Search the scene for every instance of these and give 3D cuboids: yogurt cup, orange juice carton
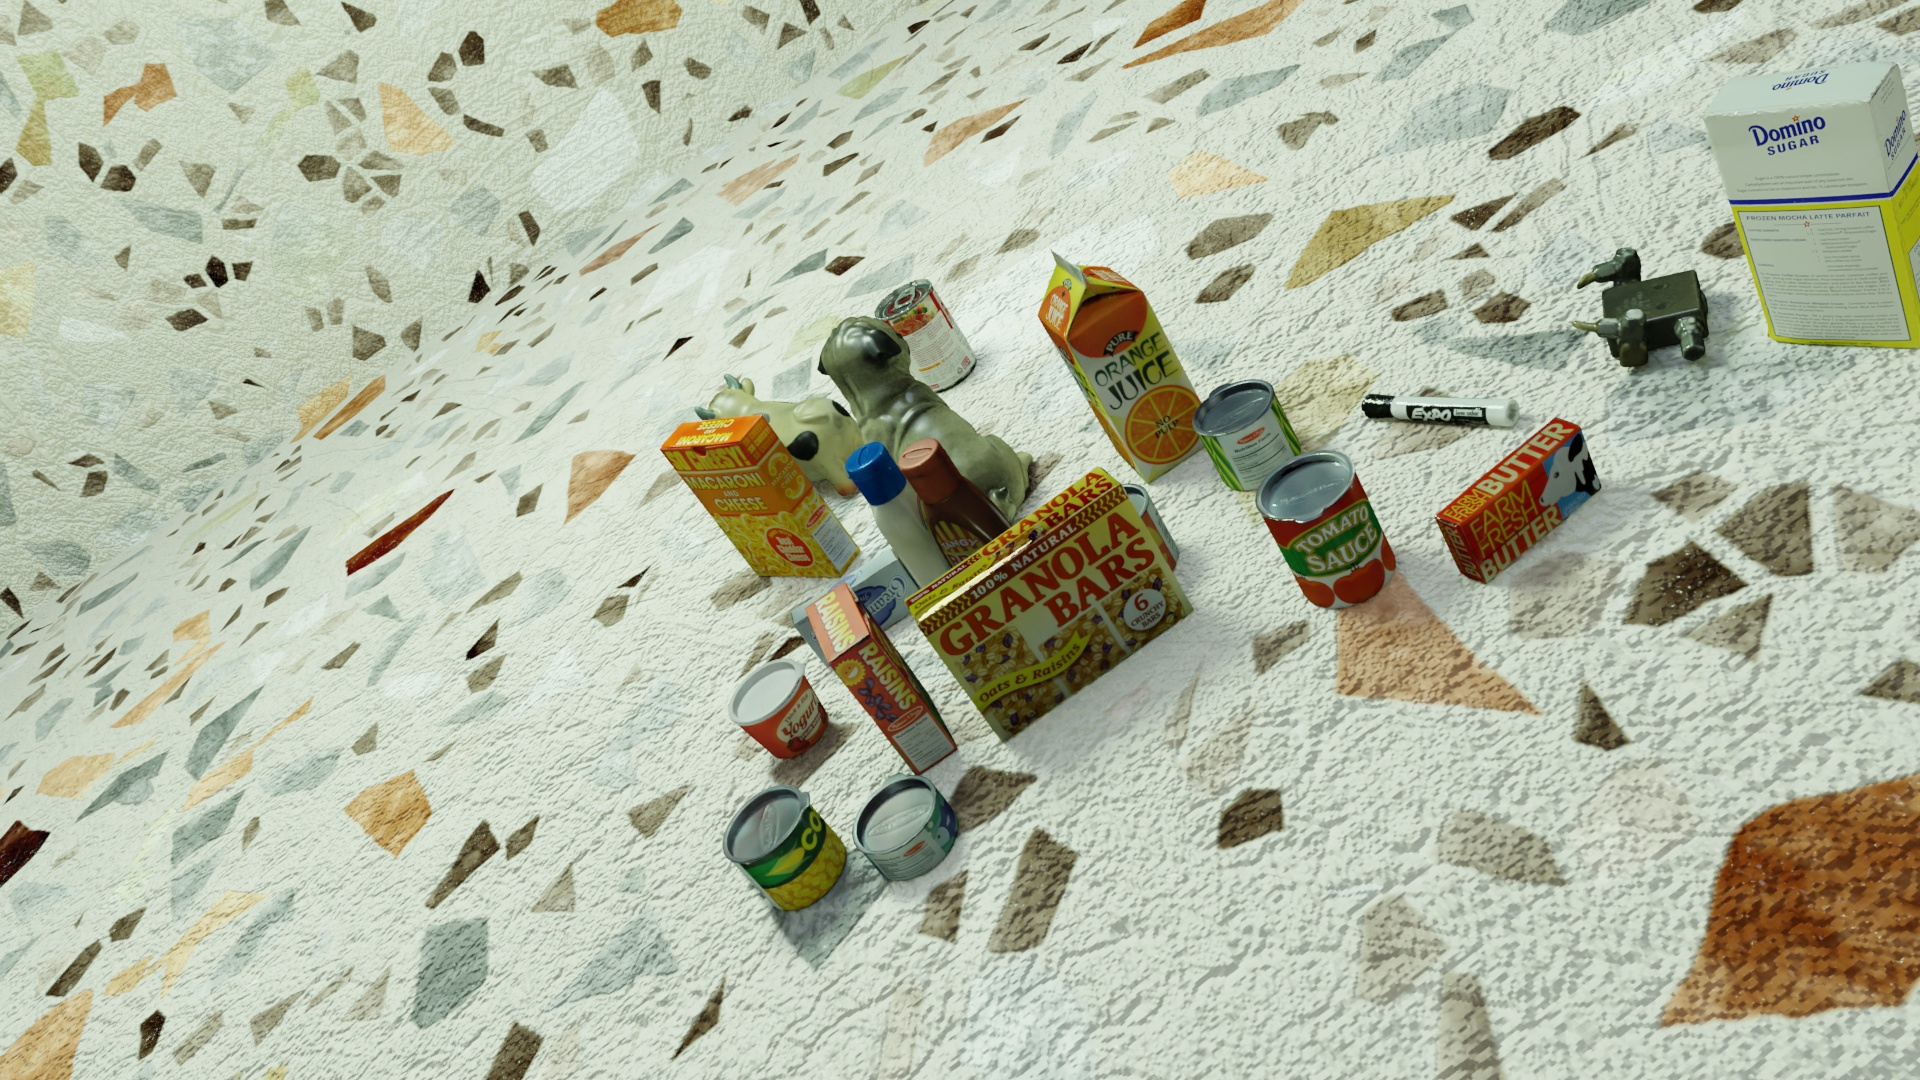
[{"bbox_3d":[-0.142,0.136,1.100,0.072,0.053,0.073,-24,31,16],"label":"yogurt cup"},{"bbox_3d":[0.126,-0.147,1.111,0.073,0.192,0.072,-34,30,1],"label":"orange juice carton"}]

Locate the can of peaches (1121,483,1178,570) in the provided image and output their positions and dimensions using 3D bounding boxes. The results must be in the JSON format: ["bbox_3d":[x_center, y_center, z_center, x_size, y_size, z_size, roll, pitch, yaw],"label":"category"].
[{"bbox_3d":[0.120,0.001,1.037,0.071,0.058,0.071,-24,31,16],"label":"can of peaches"}]

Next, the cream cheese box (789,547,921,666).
[{"bbox_3d":[-0.084,0.056,1.160,0.104,0.053,0.024,-33,30,2],"label":"cream cheese box"}]

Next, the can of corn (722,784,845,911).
[{"bbox_3d":[-0.119,0.212,0.963,0.071,0.058,0.071,-24,31,16],"label":"can of corn"}]

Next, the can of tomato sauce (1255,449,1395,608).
[{"bbox_3d":[0.240,-0.006,0.906,0.071,0.083,0.071,-24,31,16],"label":"can of tomato sauce"}]

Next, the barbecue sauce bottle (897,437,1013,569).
[{"bbox_3d":[0.004,-0.014,1.080,0.065,0.148,0.044,-8,39,38],"label":"barbecue sauce bottle"}]

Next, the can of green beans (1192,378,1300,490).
[{"bbox_3d":[0.219,-0.080,1.060,0.071,0.057,0.071,-24,31,16],"label":"can of green beans"}]

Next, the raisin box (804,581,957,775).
[{"bbox_3d":[-0.057,0.099,1.002,0.040,0.123,0.086,-34,30,0],"label":"raisin box"}]

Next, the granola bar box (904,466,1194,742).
[{"bbox_3d":[0.063,0.045,0.964,0.165,0.124,0.039,-35,30,-1],"label":"granola bar box"}]

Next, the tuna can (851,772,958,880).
[{"bbox_3d":[-0.037,0.192,0.938,0.071,0.032,0.071,-24,31,16],"label":"tuna can"}]

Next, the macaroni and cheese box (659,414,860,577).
[{"bbox_3d":[-0.184,-0.037,1.278,0.123,0.166,0.040,-1,43,44],"label":"macaroni and cheese box"}]

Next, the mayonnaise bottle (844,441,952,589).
[{"bbox_3d":[-0.040,-0.013,1.122,0.041,0.147,0.065,-24,31,18],"label":"mayonnaise bottle"}]

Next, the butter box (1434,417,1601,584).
[{"bbox_3d":[0.346,-0.024,0.861,0.103,0.053,0.024,-38,30,-7],"label":"butter box"}]
